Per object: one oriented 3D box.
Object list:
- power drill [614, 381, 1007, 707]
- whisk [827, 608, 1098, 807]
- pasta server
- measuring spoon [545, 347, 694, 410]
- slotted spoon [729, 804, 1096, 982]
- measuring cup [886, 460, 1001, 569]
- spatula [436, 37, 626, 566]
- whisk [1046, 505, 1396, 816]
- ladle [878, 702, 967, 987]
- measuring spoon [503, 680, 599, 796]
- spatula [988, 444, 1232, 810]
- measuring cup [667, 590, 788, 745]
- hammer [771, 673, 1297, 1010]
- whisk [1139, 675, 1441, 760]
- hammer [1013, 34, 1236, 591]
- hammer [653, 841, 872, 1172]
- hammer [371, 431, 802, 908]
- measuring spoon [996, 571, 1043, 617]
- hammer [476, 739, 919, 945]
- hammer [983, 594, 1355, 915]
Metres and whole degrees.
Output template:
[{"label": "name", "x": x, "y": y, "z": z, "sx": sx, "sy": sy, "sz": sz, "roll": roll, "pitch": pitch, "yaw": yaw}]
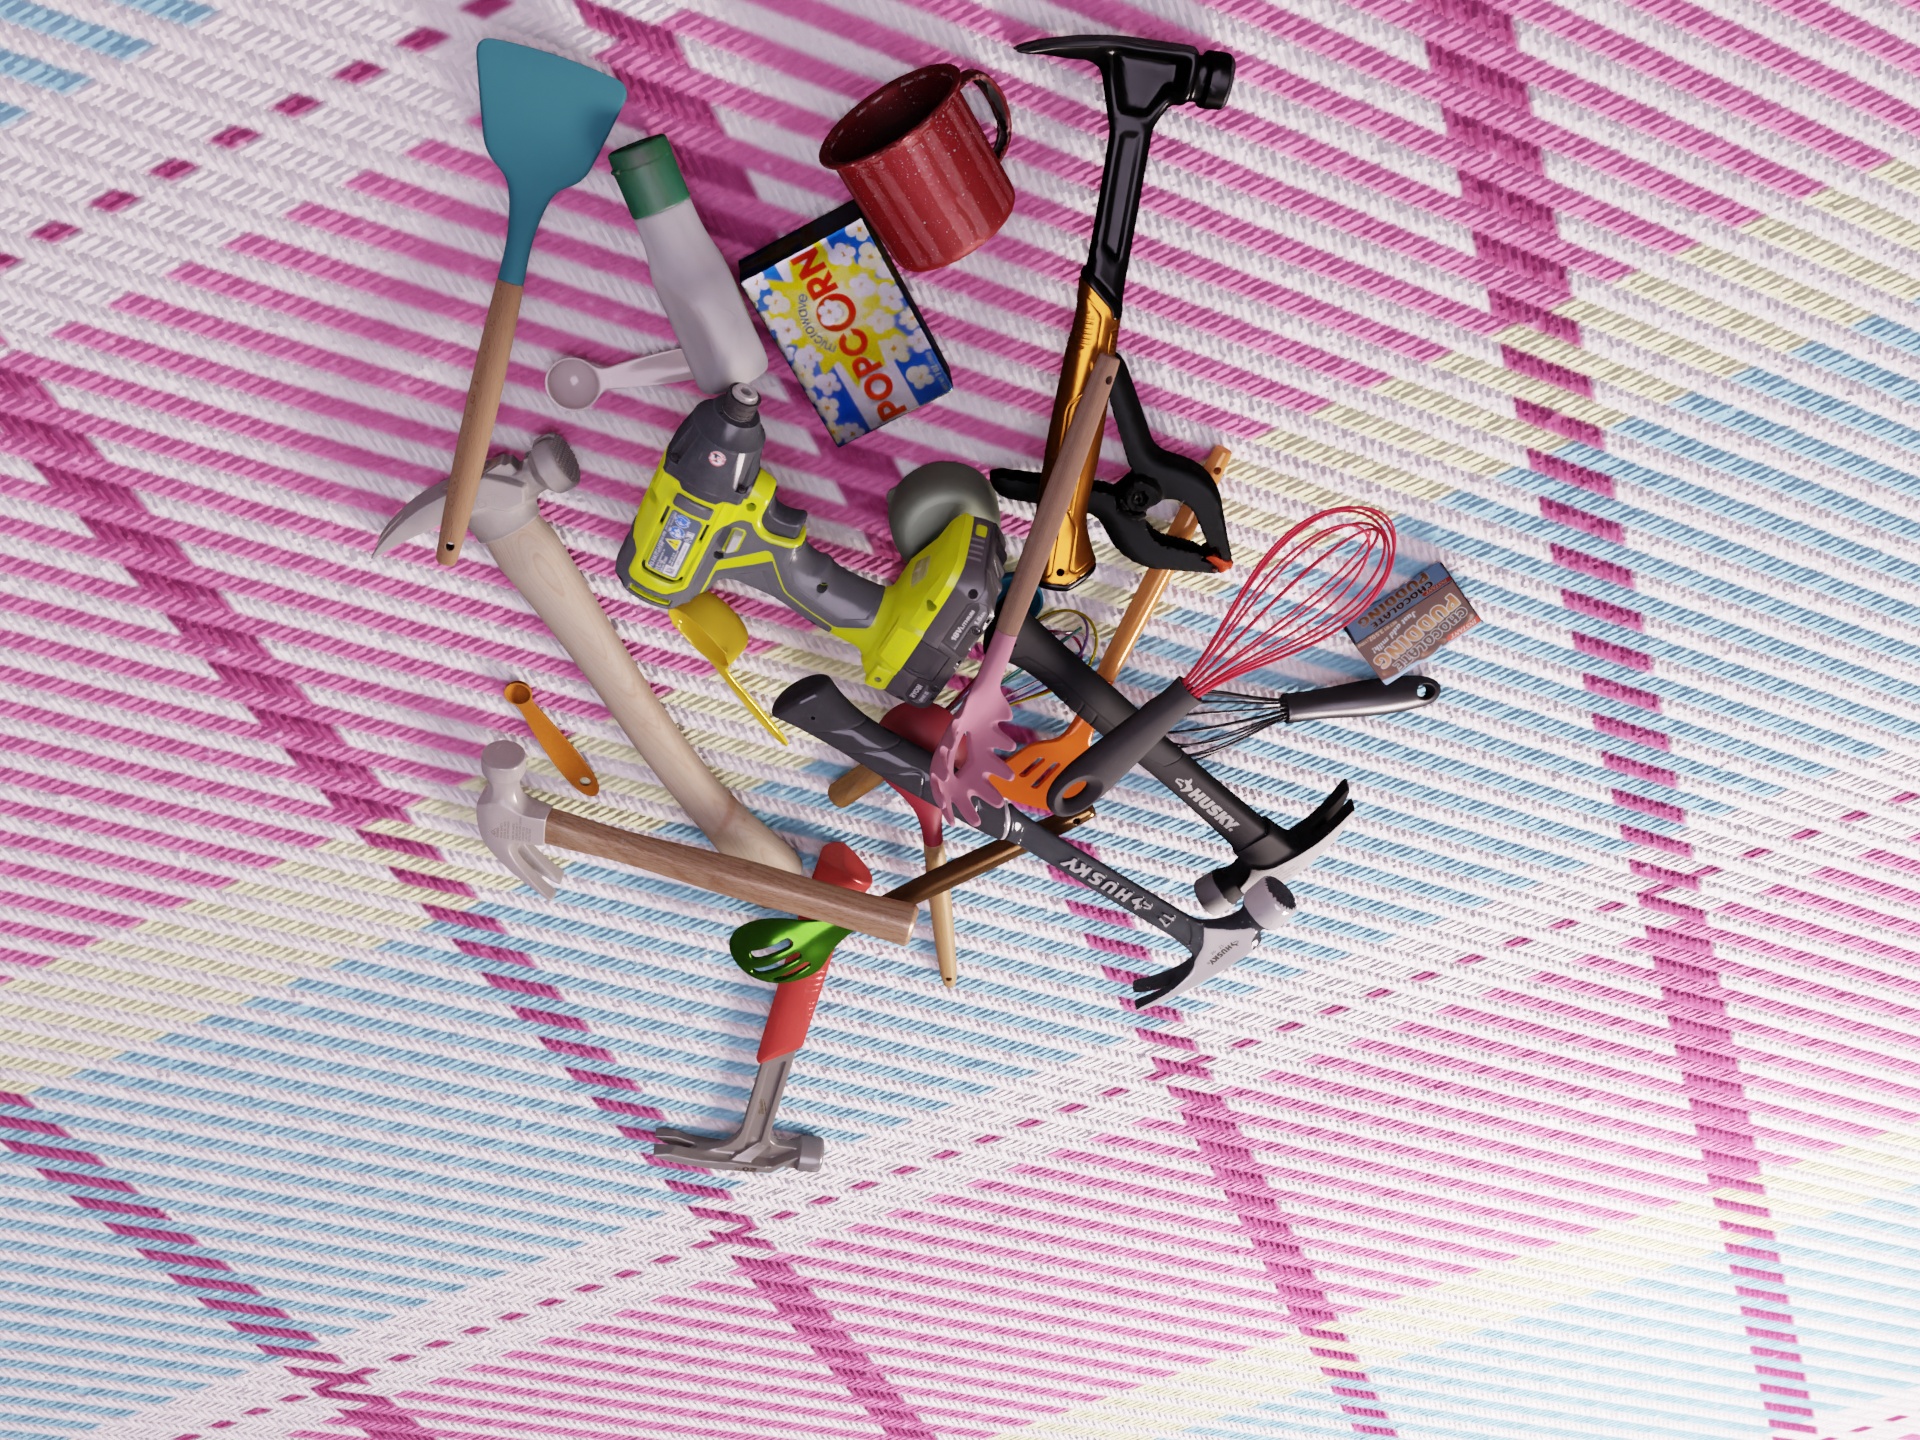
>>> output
[{"label": "power drill", "x": -0.090, "y": -0.110, "z": 1.012, "sx": 0.223, "sy": 0.080, "sz": 0.171, "roll": 24, "pitch": 134, "yaw": -14}, {"label": "whisk", "x": -0.001, "y": -0.002, "z": 1.154, "sx": 0.245, "sy": 0.051, "sz": 0.047, "roll": -35, "pitch": 104, "yaw": 22}, {"label": "pasta server", "x": 0.043, "y": -0.078, "z": 1.010, "sx": 0.060, "sy": 0.040, "sz": 0.316, "roll": 2, "pitch": 117, "yaw": -42}, {"label": "measuring spoon", "x": -0.199, "y": -0.222, "z": 1.003, "sx": 0.124, "sy": 0.018, "sz": 0.034, "roll": -12, "pitch": 119, "yaw": -7}, {"label": "slotted spoon", "x": -0.040, "y": 0.130, "z": 1.199, "sx": 0.314, "sy": 0.031, "sz": 0.070, "roll": -26, "pitch": 122, "yaw": 15}, {"label": "measuring cup", "x": -0.027, "y": -0.096, "z": 1.090, "sx": 0.083, "sy": 0.038, "sz": 0.167, "roll": 16, "pitch": 119, "yaw": -17}, {"label": "spatula", "x": -0.276, "y": -0.235, "z": 0.948, "sx": 0.082, "sy": 0.044, "sz": 0.317, "roll": 12, "pitch": 112, "yaw": -19}, {"label": "whisk", "x": 0.166, "y": -0.033, "z": 1.046, "sx": 0.296, "sy": 0.073, "sz": 0.073, "roll": -42, "pitch": 119, "yaw": 18}, {"label": "ladle", "x": -0.020, "y": 0.108, "z": 1.217, "sx": 0.069, "sy": 0.031, "sz": 0.315, "roll": -3, "pitch": 135, "yaw": 2}, {"label": "measuring spoon", "x": -0.295, "y": 0.013, "z": 1.155, "sx": 0.021, "sy": 0.011, "sz": 0.116, "roll": -20, "pitch": 128, "yaw": 10}, {"label": "spatula", "x": 0.112, "y": -0.057, "z": 1.147, "sx": 0.081, "sy": 0.041, "sz": 0.322, "roll": 17, "pitch": 117, "yaw": -18}, {"label": "measuring cup", "x": -0.152, "y": -0.036, "z": 1.122, "sx": 0.029, "sy": 0.062, "sz": 0.156, "roll": -49, "pitch": 138, "yaw": -16}, {"label": "hammer", "x": 0.043, "y": 0.083, "z": 1.137, "sx": 0.408, "sy": 0.036, "sz": 0.149, "roll": 31, "pitch": 120, "yaw": -21}, {"label": "whisk", "x": 0.243, "y": -0.006, "z": 1.182, "sx": 0.239, "sy": 0.055, "sz": 0.055, "roll": -8, "pitch": 125, "yaw": -6}, {"label": "hammer", "x": 0.075, "y": -0.240, "z": 0.978, "sx": 0.127, "sy": 0.034, "sz": 0.336, "roll": 4, "pitch": 116, "yaw": -8}, {"label": "hammer", "x": -0.151, "y": 0.246, "z": 1.315, "sx": 0.149, "sy": 0.037, "sz": 0.358, "roll": 10, "pitch": 123, "yaw": -13}, {"label": "hammer", "x": -0.239, "y": -0.006, "z": 1.131, "sx": 0.146, "sy": 0.038, "sz": 0.410, "roll": -23, "pitch": 124, "yaw": 11}, {"label": "measuring spoon", "x": 0.004, "y": -0.068, "z": 1.132, "sx": 0.128, "sy": 0.021, "sz": 0.042, "roll": -32, "pitch": 123, "yaw": 26}, {"label": "hammer", "x": -0.194, "y": 0.110, "z": 1.173, "sx": 0.331, "sy": 0.031, "sz": 0.130, "roll": 16, "pitch": 132, "yaw": 0}, {"label": "hammer", "x": 0.140, "y": 0.018, "z": 1.127, "sx": 0.146, "sy": 0.035, "sz": 0.334, "roll": -35, "pitch": 122, "yaw": 26}]
